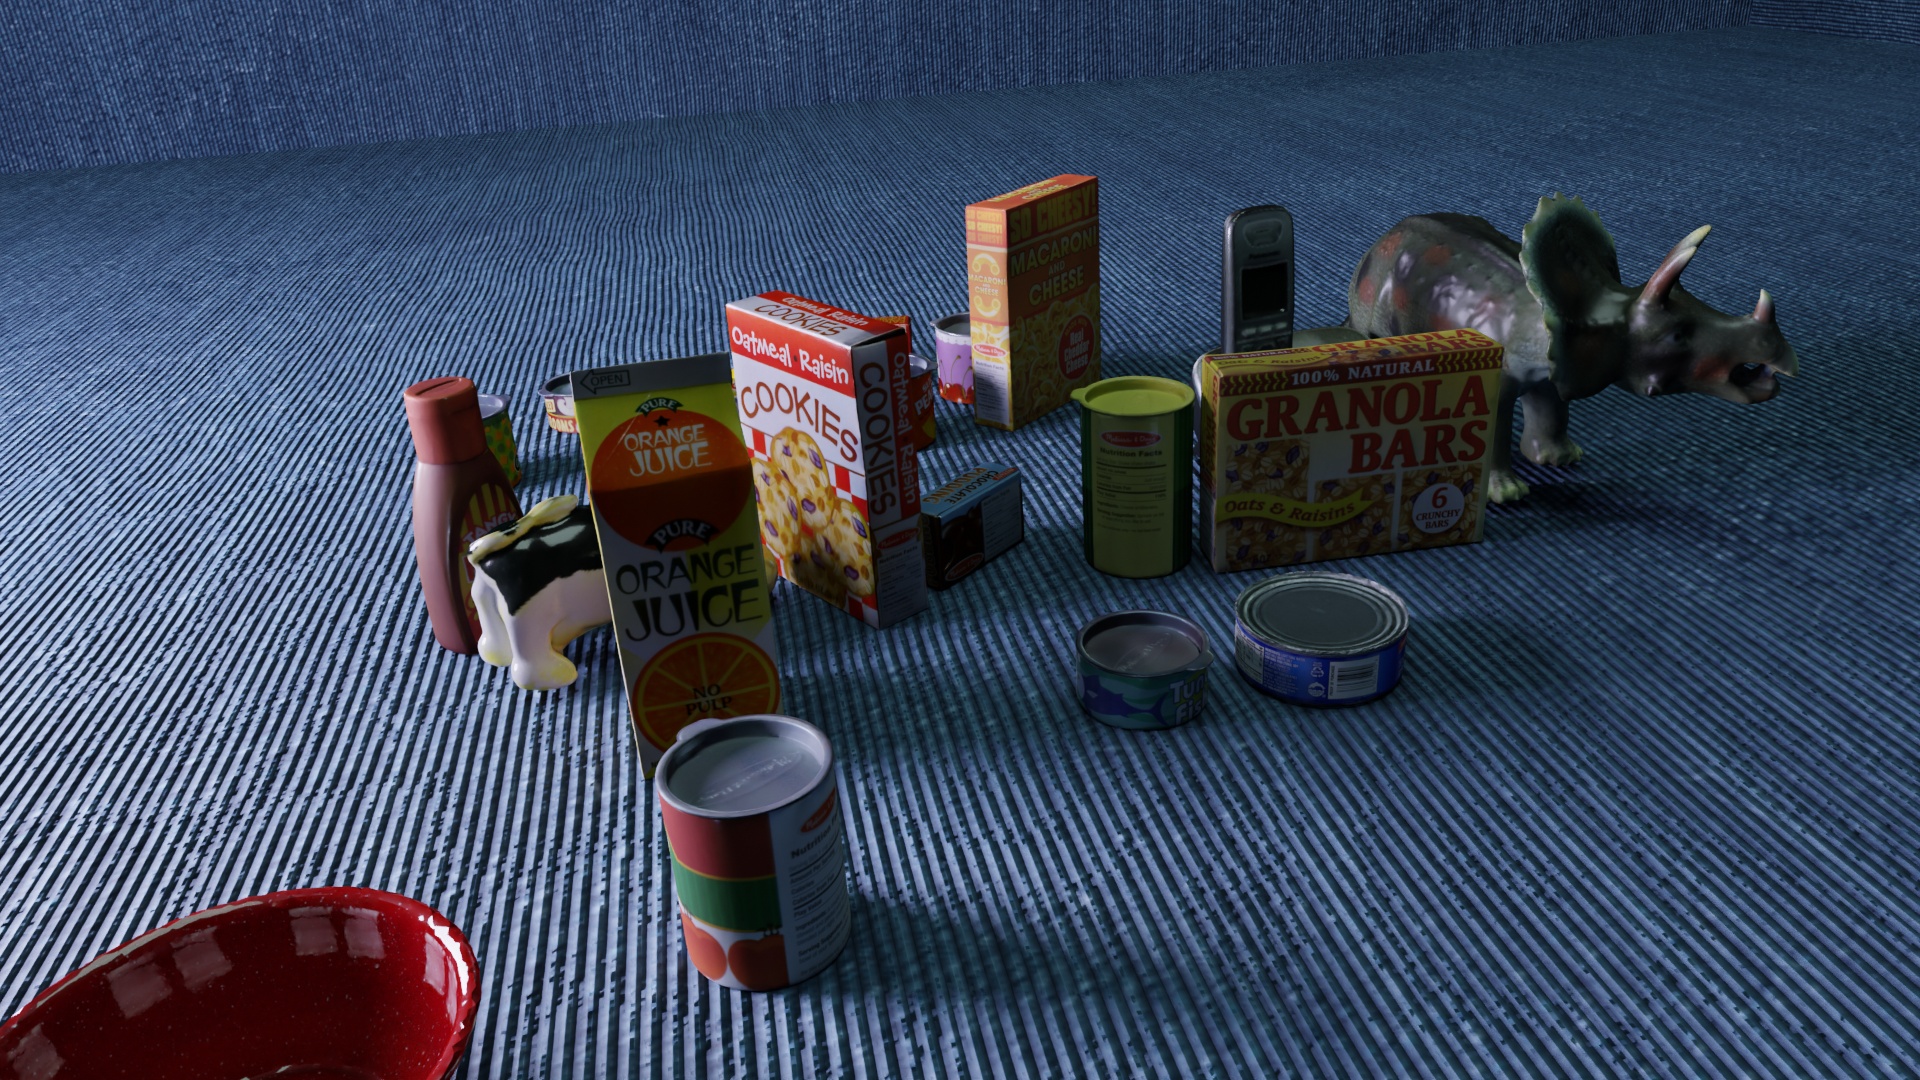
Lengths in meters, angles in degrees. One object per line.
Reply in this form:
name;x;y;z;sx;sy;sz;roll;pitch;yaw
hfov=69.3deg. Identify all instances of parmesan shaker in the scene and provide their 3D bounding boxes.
parmesan shaker;0.101;-0.038;0.818;0.071;0.102;0.071;-3;25;1

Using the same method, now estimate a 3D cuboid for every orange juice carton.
orange juice carton;-0.131;0.007;0.650;0.072;0.191;0.073;-10;26;-14

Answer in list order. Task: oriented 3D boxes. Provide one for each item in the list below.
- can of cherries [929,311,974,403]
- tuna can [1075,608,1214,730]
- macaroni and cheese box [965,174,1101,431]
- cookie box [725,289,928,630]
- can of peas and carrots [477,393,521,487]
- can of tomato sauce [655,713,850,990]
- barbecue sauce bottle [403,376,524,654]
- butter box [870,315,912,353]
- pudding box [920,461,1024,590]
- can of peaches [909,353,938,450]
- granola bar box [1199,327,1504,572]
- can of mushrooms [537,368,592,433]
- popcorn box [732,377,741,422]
can of cherries;0.012;-0.146;1.107;0.071;0.058;0.072;-3;25;1
tuna can;0.092;0.064;0.687;0.071;0.032;0.071;-3;26;1
macaroni and cheese box;0.057;-0.182;1.050;0.040;0.165;0.124;16;31;35
cookie box;-0.075;-0.049;0.788;0.040;0.166;0.123;-23;31;-35
can of peas and carrots;-0.348;-0.067;0.986;0.071;0.058;0.071;-3;25;1
can of tomato sauce;-0.080;0.119;0.536;0.071;0.082;0.071;-3;25;1
barbecue sauce bottle;-0.271;-0.015;0.764;0.044;0.147;0.065;12;29;30
butter box;-0.090;-0.156;1.145;0.103;0.053;0.024;-2;25;3
pudding box;0.003;-0.010;0.834;0.030;0.049;0.084;16;32;35
can of peaches;-0.050;-0.100;1.019;0.071;0.057;0.071;-3;25;1
granola bar box;0.223;-0.052;0.809;0.166;0.123;0.039;-7;25;-6
can of mushrooms;-0.297;-0.111;1.100;0.071;0.033;0.071;-3;25;1
popcorn box;-0.172;-0.058;0.915;0.127;0.084;0.038;-10;26;-14
